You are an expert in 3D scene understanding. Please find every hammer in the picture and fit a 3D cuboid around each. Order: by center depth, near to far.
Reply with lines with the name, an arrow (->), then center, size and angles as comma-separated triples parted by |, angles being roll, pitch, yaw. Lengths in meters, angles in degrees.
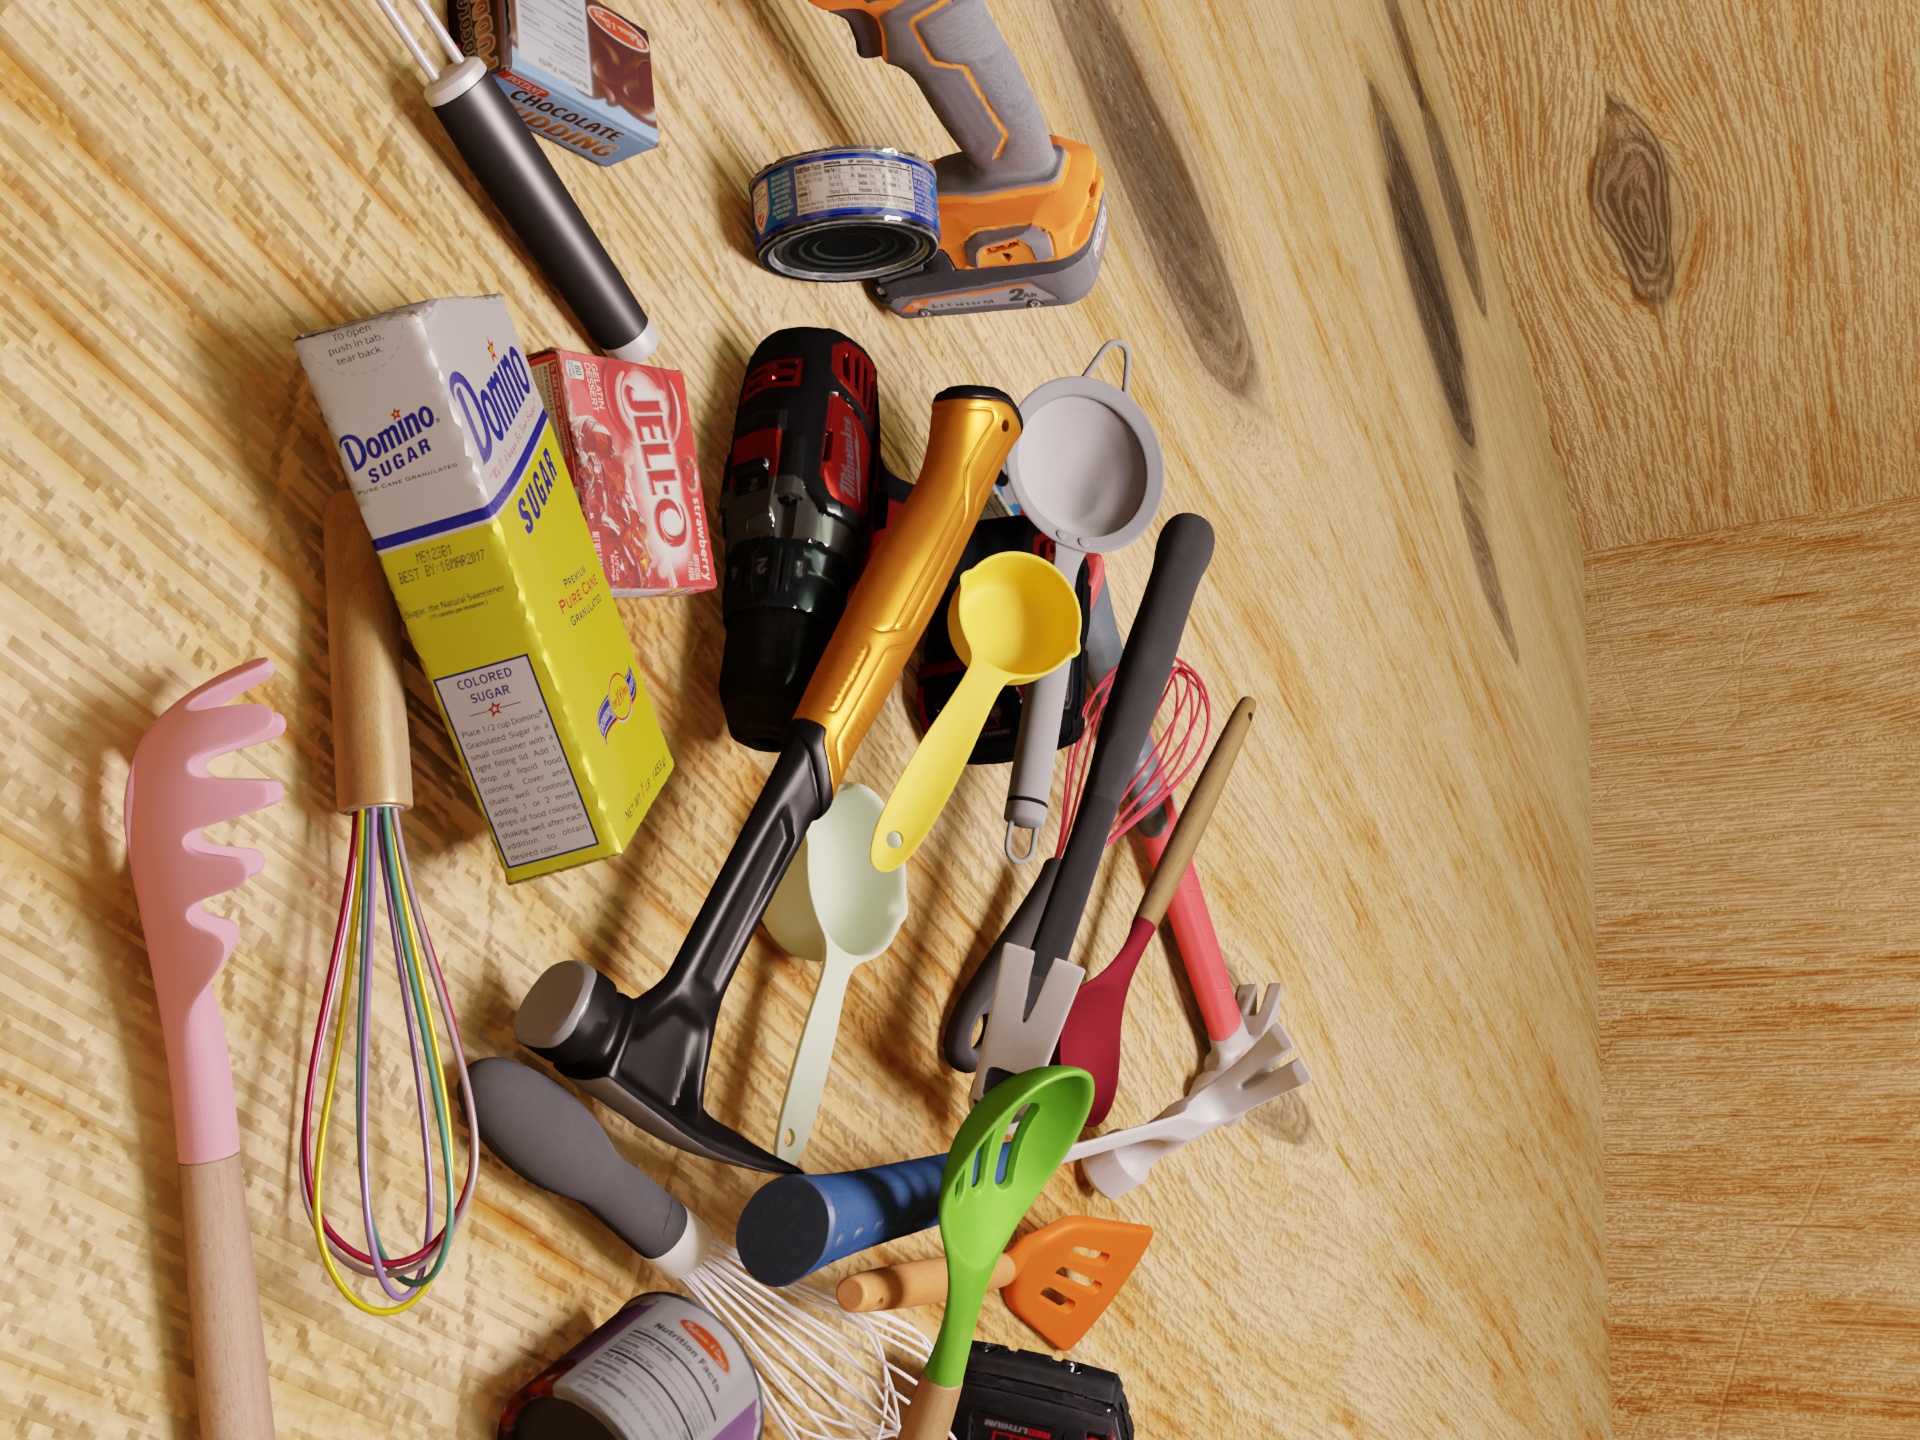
hammer -> -0.045, 0.004, 0.620 | 0.127, 0.034, 0.337 | 49, 54, -39
hammer -> 0.041, 0.194, 0.715 | 0.405, 0.144, 0.035 | 14, 43, -60
hammer -> 0.073, 0.028, 0.782 | 0.146, 0.035, 0.335 | 98, 12, -58
hammer -> 0.135, 0.066, 1.032 | 0.143, 0.038, 0.386 | -51, 127, -55

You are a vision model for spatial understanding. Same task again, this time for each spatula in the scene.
spatula -> 0.018, 0.254, 0.714 | 0.081, 0.041, 0.322 | -54, 156, -2

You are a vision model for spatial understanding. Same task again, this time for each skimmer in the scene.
skimmer -> -0.184, -0.240, 0.481 | 0.090, 0.127, 0.362 | 50, -6, 46

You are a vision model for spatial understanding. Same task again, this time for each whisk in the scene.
whisk -> -0.173, 0.047, 0.469 | 0.047, 0.051, 0.245 | 1, 75, -37
whisk -> -0.085, 0.206, 0.584 | 0.284, 0.070, 0.070 | 54, 39, -33
whisk -> 0.063, 0.067, 0.861 | 0.296, 0.073, 0.073 | -58, 133, -35

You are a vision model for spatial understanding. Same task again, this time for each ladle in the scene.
ladle -> 0.120, 0.100, 0.948 | 0.069, 0.031, 0.315 | 57, 49, -34

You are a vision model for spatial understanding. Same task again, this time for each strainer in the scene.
strainer -> 0.045, -0.057, 0.742 | 0.086, 0.050, 0.259 | 18, 70, -21

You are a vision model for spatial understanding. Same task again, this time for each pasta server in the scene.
pasta server -> -0.190, 0.142, 0.425 | 0.040, 0.060, 0.316 | -6, 90, -20

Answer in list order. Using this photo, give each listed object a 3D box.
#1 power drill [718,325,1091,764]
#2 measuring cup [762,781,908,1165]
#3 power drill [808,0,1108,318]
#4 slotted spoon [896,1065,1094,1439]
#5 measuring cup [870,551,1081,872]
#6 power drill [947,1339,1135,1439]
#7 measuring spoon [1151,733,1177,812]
power drill -> -0.028, -0.049, 0.731 | 0.226, 0.080, 0.188 | 34, 54, -50
measuring cup -> -0.066, 0.104, 0.660 | 0.083, 0.038, 0.168 | 47, 46, -46
power drill -> -0.023, -0.302, 0.748 | 0.226, 0.164, 0.084 | 67, 30, -49
slotted spoon -> -0.016, 0.266, 0.591 | 0.070, 0.031, 0.313 | 6, 104, -51
measuring cup -> -0.001, -0.002, 0.682 | 0.062, 0.029, 0.156 | 32, 72, -10
power drill -> 0.012, 0.384, 0.658 | 0.143, 0.078, 0.220 | 76, 26, -51
measuring spoon -> 0.130, 0.012, 1.056 | 0.034, 0.018, 0.124 | -57, 132, -51
